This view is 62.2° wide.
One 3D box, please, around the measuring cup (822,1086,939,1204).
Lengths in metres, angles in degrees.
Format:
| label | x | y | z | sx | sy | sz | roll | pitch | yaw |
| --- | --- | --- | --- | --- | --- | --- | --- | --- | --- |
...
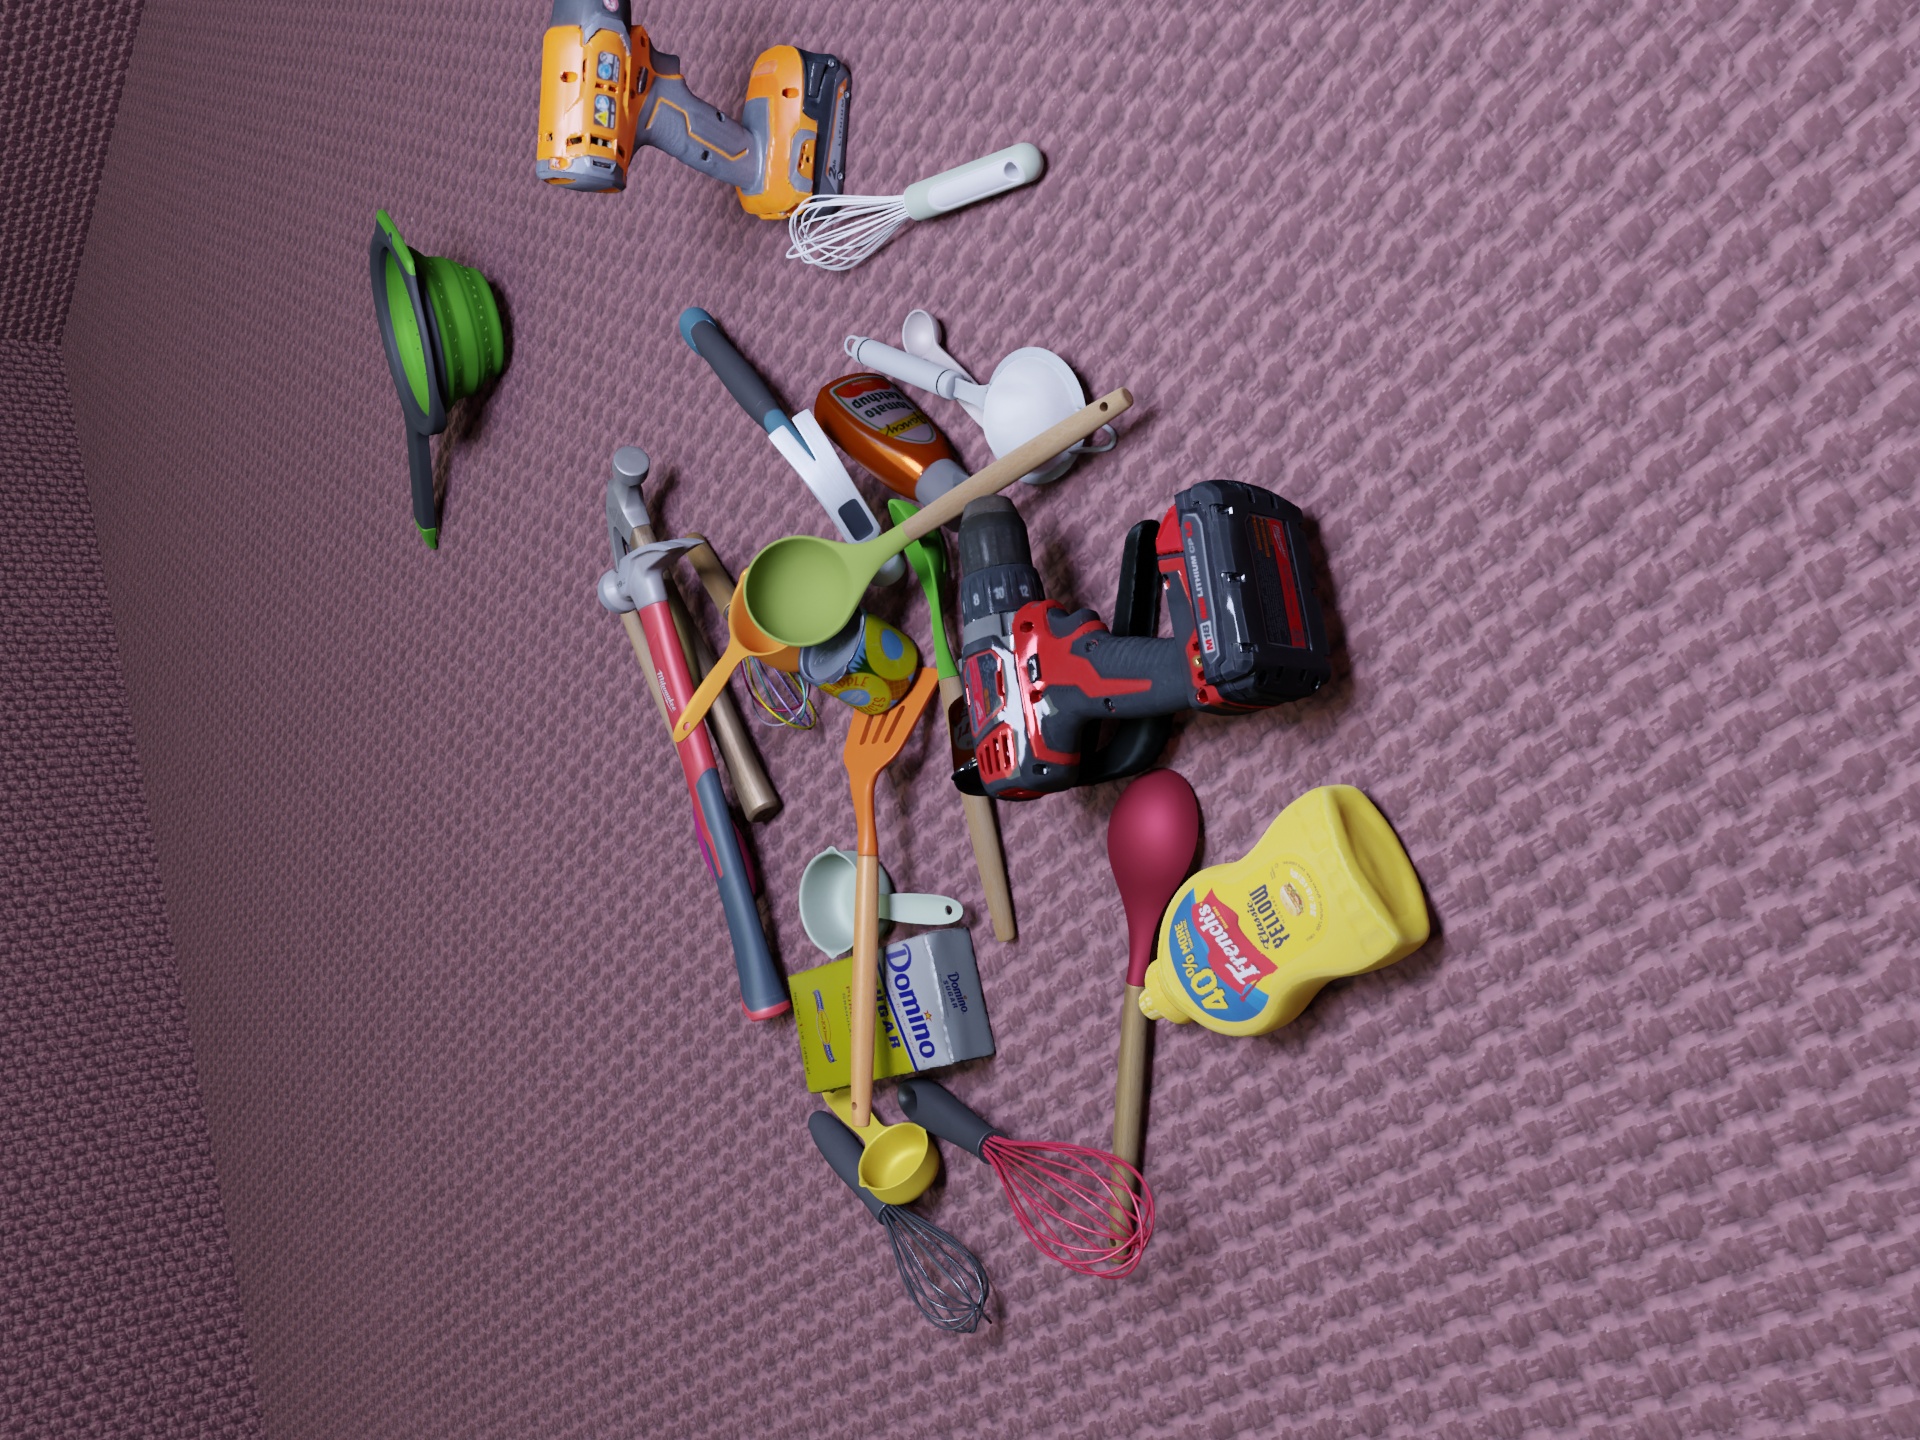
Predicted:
| label | x | y | z | sx | sy | sz | roll | pitch | yaw |
| --- | --- | --- | --- | --- | --- | --- | --- | --- | --- |
| measuring cup | -0.064 | 0.308 | 1.182 | 0.029 | 0.062 | 0.157 | 56 | 166 | -27 |

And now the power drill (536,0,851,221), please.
| label | x | y | z | sx | sy | sz | roll | pitch | yaw |
| --- | --- | --- | --- | --- | --- | --- | --- | --- | --- |
| power drill | -0.191 | -0.450 | 1.136 | 0.084 | 0.226 | 0.164 | 16 | 104 | 48 |

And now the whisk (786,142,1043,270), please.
| label | x | y | z | sx | sy | sz | roll | pitch | yaw |
| --- | --- | --- | --- | --- | --- | --- | --- | --- | --- |
| whisk | -0.037 | -0.357 | 1.103 | 0.246 | 0.059 | 0.057 | -1 | 129 | 46 |

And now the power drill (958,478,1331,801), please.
| label | x | y | z | sx | sy | sz | roll | pitch | yaw |
| --- | --- | --- | --- | --- | --- | --- | --- | --- | --- |
| power drill | 0.084 | -0.065 | 0.906 | 0.227 | 0.080 | 0.188 | -20 | 73 | 43 |

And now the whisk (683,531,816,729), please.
| label | x | y | z | sx | sy | sz | roll | pitch | yaw |
| --- | --- | --- | --- | --- | --- | --- | --- | --- | --- |
| whisk | -0.176 | -0.076 | 1.281 | 0.245 | 0.047 | 0.051 | 55 | 149 | 37 |

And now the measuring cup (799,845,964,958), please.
| label | x | y | z | sx | sy | sz | roll | pitch | yaw |
| --- | --- | --- | --- | --- | --- | --- | --- | --- | --- |
| measuring cup | -0.050 | 0.133 | 1.154 | 0.168 | 0.038 | 0.083 | -2 | 88 | 43 |

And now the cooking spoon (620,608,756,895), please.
| label | x | y | z | sx | sy | sz | roll | pitch | yaw |
| --- | --- | --- | --- | --- | --- | --- | --- | --- | --- |
| cooking spoon | -0.240 | 0.017 | 1.372 | 0.068 | 0.017 | 0.319 | -48 | 61 | 45 |

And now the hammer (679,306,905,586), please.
| label | x | y | z | sx | sy | sz | roll | pitch | yaw |
| --- | --- | --- | --- | --- | --- | --- | --- | --- | --- |
| hammer | -0.144 | -0.230 | 1.210 | 0.033 | 0.128 | 0.331 | -35 | 47 | -3 |

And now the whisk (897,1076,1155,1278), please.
| label | x | y | z | sx | sy | sz | roll | pitch | yaw |
| --- | --- | --- | --- | --- | --- | --- | --- | --- | --- |
| whisk | 0.031 | 0.285 | 1.033 | 0.296 | 0.073 | 0.073 | 12 | 101 | 60 |

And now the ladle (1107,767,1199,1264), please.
| label | x | y | z | sx | sy | sz | roll | pitch | yaw |
| --- | --- | --- | --- | --- | --- | --- | --- | --- | --- |
| ladle | 0.107 | 0.186 | 0.978 | 0.069 | 0.031 | 0.315 | 13 | 104 | 49 |

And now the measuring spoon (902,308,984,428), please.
| label | x | y | z | sx | sy | sz | roll | pitch | yaw |
| --- | --- | --- | --- | --- | --- | --- | --- | --- | --- |
| measuring spoon | 0.000 | -0.237 | 1.092 | 0.124 | 0.018 | 0.034 | 53 | 134 | 25 |

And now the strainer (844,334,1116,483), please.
| label | x | y | z | sx | sy | sz | roll | pitch | yaw |
| --- | --- | --- | --- | --- | --- | --- | --- | --- | --- |
| strainer | -0.003 | -0.220 | 1.058 | 0.259 | 0.050 | 0.086 | 32 | 122 | 42 |

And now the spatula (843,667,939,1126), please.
| label | x | y | z | sx | sy | sz | roll | pitch | yaw |
| --- | --- | --- | --- | --- | --- | --- | --- | --- | --- |
| spatula | -0.059 | 0.120 | 1.120 | 0.081 | 0.041 | 0.323 | -5 | 80 | 44 |

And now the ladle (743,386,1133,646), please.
| label | x | y | z | sx | sy | sz | roll | pitch | yaw |
| --- | --- | --- | --- | --- | --- | --- | --- | --- | --- |
| ladle | -0.022 | -0.133 | 1.025 | 0.320 | 0.062 | 0.078 | -26 | 84 | 38 |

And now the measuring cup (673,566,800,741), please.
| label | x | y | z | sx | sy | sz | roll | pitch | yaw |
| --- | --- | --- | --- | --- | --- | --- | --- | --- | --- |
| measuring cup | -0.150 | -0.046 | 1.202 | 0.173 | 0.052 | 0.095 | -53 | 51 | 5 |

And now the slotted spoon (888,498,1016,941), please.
| label | x | y | z | sx | sy | sz | roll | pitch | yaw |
| --- | --- | --- | --- | --- | --- | --- | --- | --- | --- |
| slotted spoon | -0.002 | -0.003 | 1.091 | 0.070 | 0.031 | 0.314 | 126 | 132 | -80 |

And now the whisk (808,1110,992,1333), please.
| label | x | y | z | sx | sy | sz | roll | pitch | yaw |
| --- | --- | --- | --- | --- | --- | --- | --- | --- | --- |
| whisk | -0.049 | 0.359 | 1.160 | 0.239 | 0.055 | 0.055 | 37 | 119 | 48 |

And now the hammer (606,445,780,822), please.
| label | x | y | z | sx | sy | sz | roll | pitch | yaw |
| --- | --- | --- | --- | --- | --- | --- | --- | --- | --- |
| hammer | -0.229 | -0.062 | 1.336 | 0.331 | 0.031 | 0.130 | 63 | 154 | 19 |

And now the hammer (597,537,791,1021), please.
| label | x | y | z | sx | sy | sz | roll | pitch | yaw |
| --- | --- | --- | --- | --- | --- | --- | --- | --- | --- |
| hammer | -0.197 | 0.049 | 1.266 | 0.143 | 0.038 | 0.386 | -18 | 88 | 54 |

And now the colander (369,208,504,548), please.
| label | x | y | z | sx | sy | sz | roll | pitch | yaw |
| --- | --- | --- | --- | --- | --- | --- | --- | --- | --- |
| colander | -0.539 | -0.344 | 1.677 | 0.205 | 0.094 | 0.396 | 55 | 148 | 32 |
